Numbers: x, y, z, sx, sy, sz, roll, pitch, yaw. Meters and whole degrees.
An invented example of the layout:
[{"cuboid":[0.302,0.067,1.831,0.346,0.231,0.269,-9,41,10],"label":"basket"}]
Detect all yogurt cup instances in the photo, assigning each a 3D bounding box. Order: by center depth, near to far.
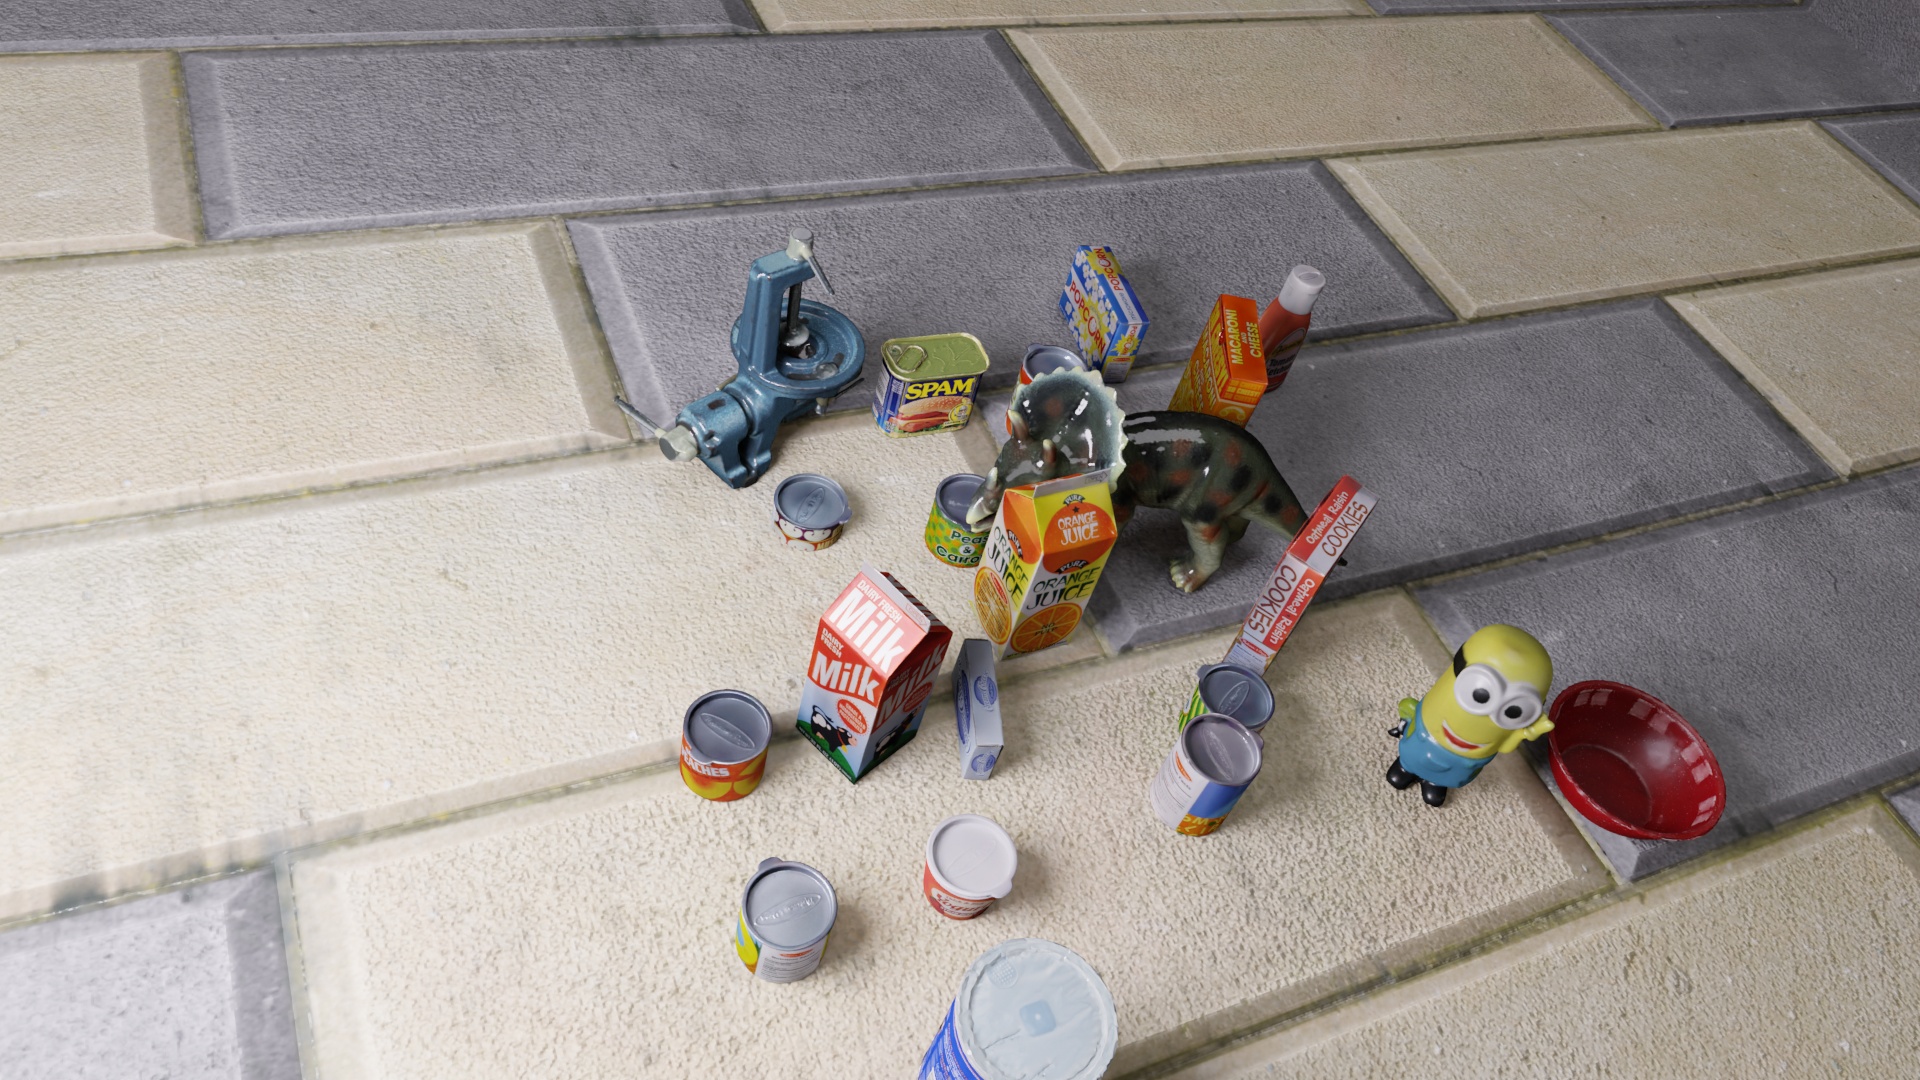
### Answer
[{"cuboid":[0.004,0.244,1.027,0.072,0.053,0.073,8,48,-9],"label":"yogurt cup"}]

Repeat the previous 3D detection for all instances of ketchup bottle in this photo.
[{"cuboid":[0.338,-0.222,1.463,0.065,0.148,0.044,-18,57,-28],"label":"ketchup bottle"}]

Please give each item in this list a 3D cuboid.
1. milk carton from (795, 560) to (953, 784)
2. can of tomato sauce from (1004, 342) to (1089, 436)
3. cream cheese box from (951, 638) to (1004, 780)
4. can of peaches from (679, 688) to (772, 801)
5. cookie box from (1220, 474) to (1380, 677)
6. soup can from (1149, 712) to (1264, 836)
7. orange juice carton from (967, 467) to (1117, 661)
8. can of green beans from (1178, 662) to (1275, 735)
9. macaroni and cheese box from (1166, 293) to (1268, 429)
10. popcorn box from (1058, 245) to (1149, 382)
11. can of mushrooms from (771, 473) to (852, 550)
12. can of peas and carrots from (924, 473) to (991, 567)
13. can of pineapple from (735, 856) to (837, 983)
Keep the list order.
[{"cuboid":[-0.064,0.095,1.047,0.072,0.189,0.074,41,52,20],"label":"milk carton"},{"cuboid":[0.082,-0.141,1.365,0.071,0.082,0.071,8,48,-9],"label":"can of tomato sauce"},{"cuboid":[0.013,0.136,1.124,0.024,0.053,0.104,4,49,-12],"label":"cream cheese box"},{"cuboid":[-0.180,0.157,1.049,0.071,0.057,0.071,8,48,-9],"label":"can of peaches"},{"cuboid":[0.293,0.037,1.212,0.040,0.166,0.123,34,50,14],"label":"cookie box"},{"cuboid":[0.197,0.188,1.110,0.071,0.083,0.072,8,48,-9],"label":"soup can"},{"cuboid":[0.070,0.011,1.155,0.072,0.191,0.073,-12,54,-25],"label":"orange juice carton"},{"cuboid":[0.223,0.146,1.171,0.071,0.057,0.071,8,48,-9],"label":"can of green beans"},{"cuboid":[0.245,-0.136,1.350,0.040,0.165,0.124,10,48,-7],"label":"macaroni and cheese box"},{"cuboid":[0.150,-0.240,1.469,0.038,0.084,0.127,-5,52,-20],"label":"popcorn box"},{"cuboid":[-0.133,-0.024,1.237,0.071,0.033,0.071,8,48,-9],"label":"can of mushrooms"},{"cuboid":[0.004,-0.016,1.251,0.071,0.058,0.071,8,48,-9],"label":"can of peas and carrots"},{"cuboid":[-0.123,0.265,0.971,0.071,0.057,0.071,8,48,-9],"label":"can of pineapple"}]
